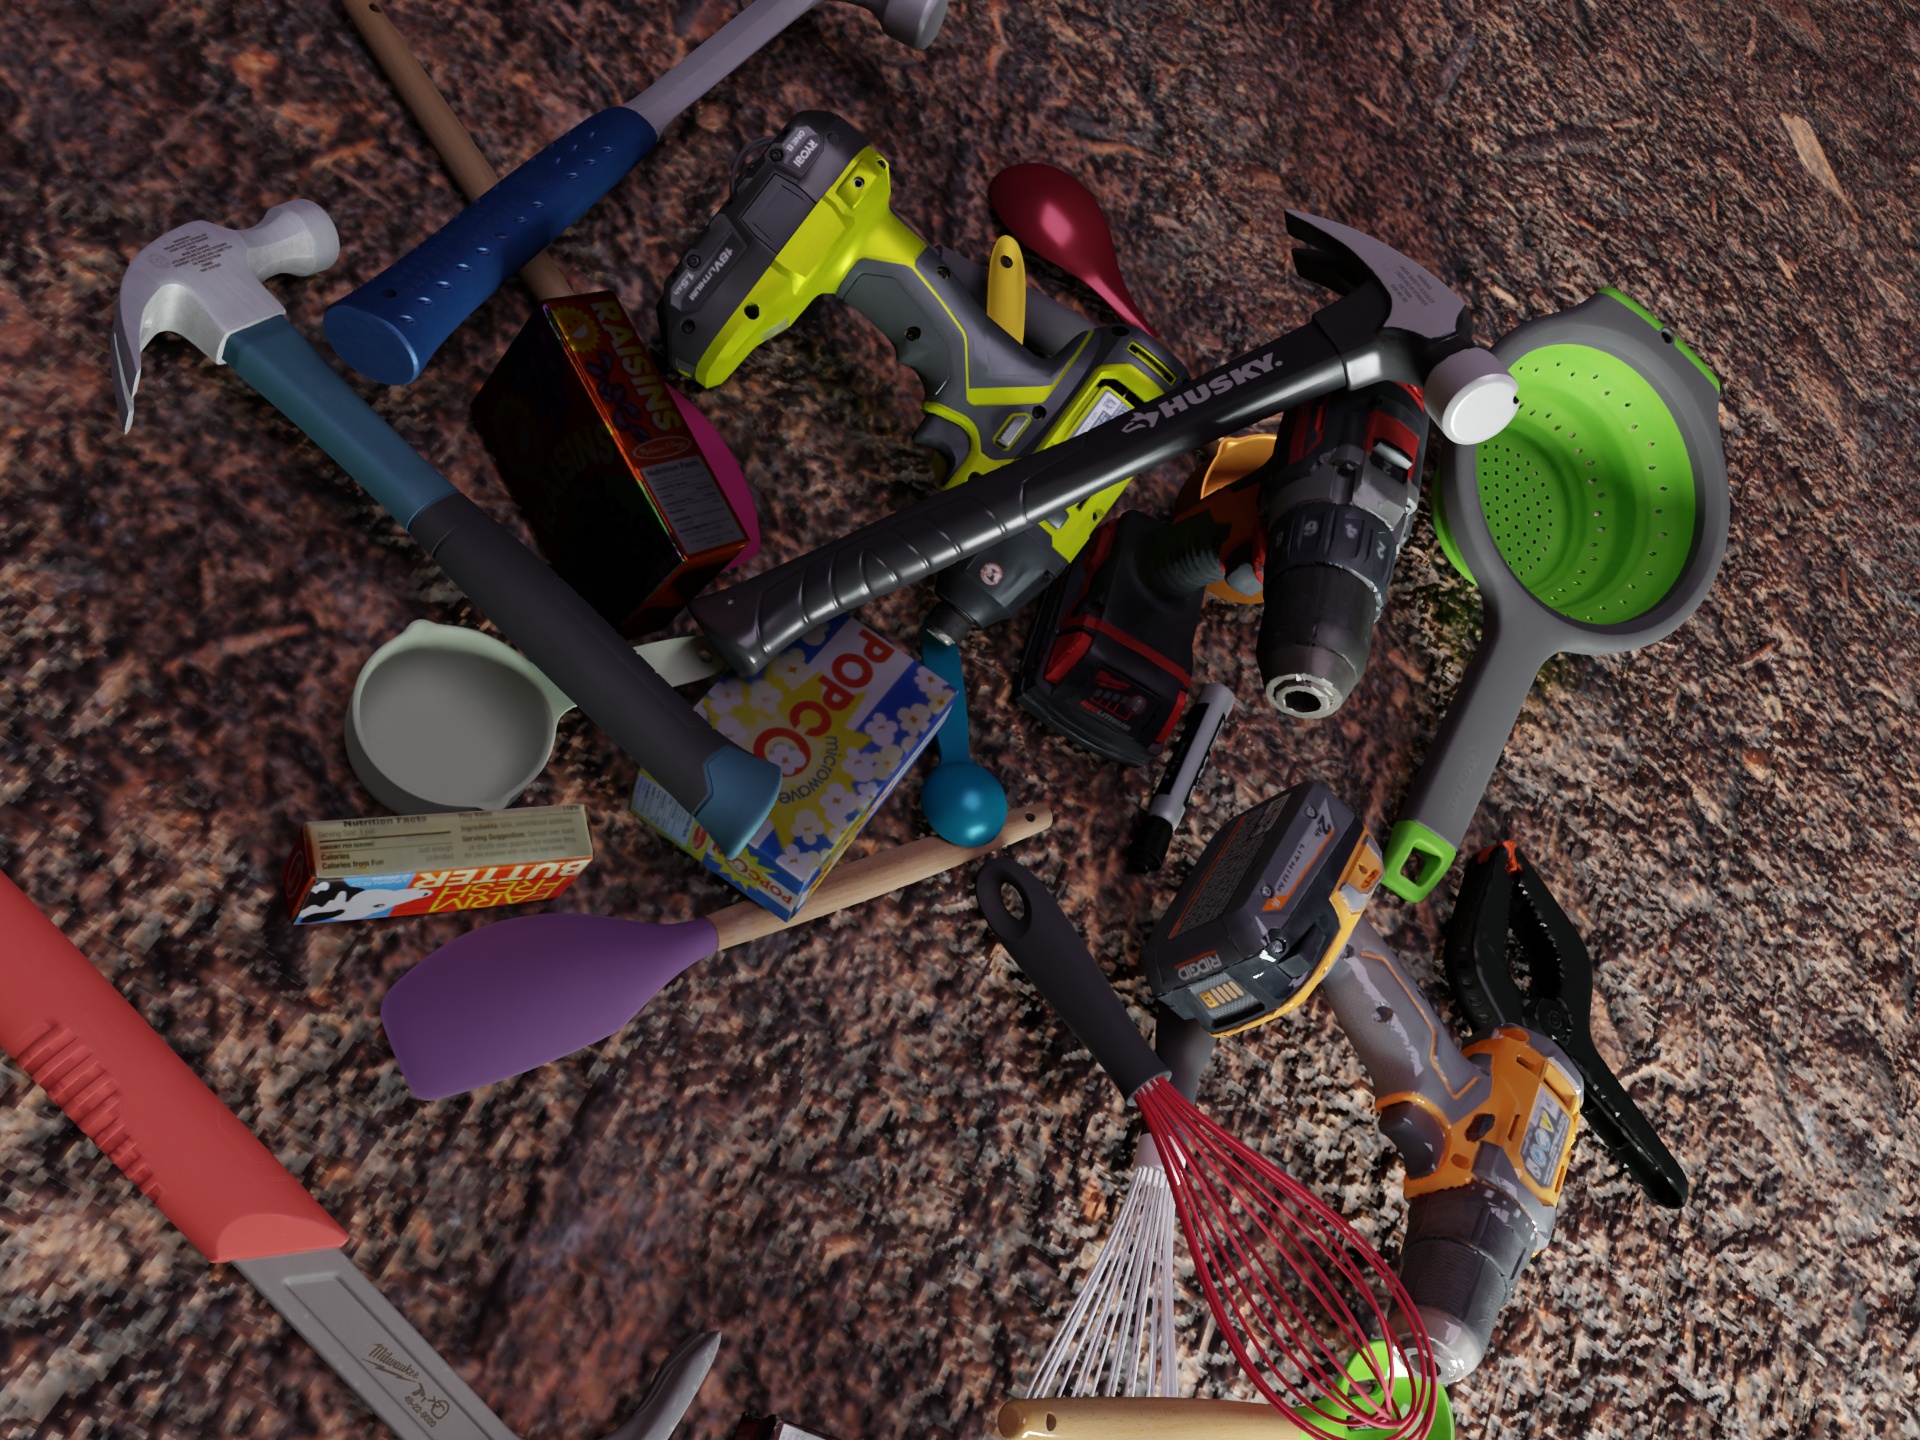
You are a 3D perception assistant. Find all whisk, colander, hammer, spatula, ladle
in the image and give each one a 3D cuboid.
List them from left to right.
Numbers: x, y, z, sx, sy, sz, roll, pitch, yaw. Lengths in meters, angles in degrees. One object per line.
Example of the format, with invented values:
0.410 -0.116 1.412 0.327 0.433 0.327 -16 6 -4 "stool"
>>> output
-0.245 0.144 0.533 0.359 0.036 0.149 49 53 -4 "hammer"
-0.195 -0.073 0.623 0.331 0.033 0.128 44 44 2 "hammer"
-0.151 -0.281 0.735 0.144 0.035 0.406 28 51 4 "hammer"
-0.084 0.080 0.671 0.316 0.018 0.060 -16 70 -35 "spatula"
-0.014 -0.237 0.838 0.238 0.055 0.055 20 60 -28 "whisk"
0.042 -0.105 0.658 0.035 0.335 0.146 61 6 -47 "hammer"
0.081 0.221 0.689 0.070 0.070 0.285 32 52 -16 "whisk"
0.122 -0.194 0.913 0.069 0.031 0.315 -36 92 -35 "ladle"
0.091 0.169 0.664 0.073 0.073 0.296 -14 53 -35 "whisk"
0.320 -0.069 0.952 0.204 0.094 0.397 34 74 -15 "colander"

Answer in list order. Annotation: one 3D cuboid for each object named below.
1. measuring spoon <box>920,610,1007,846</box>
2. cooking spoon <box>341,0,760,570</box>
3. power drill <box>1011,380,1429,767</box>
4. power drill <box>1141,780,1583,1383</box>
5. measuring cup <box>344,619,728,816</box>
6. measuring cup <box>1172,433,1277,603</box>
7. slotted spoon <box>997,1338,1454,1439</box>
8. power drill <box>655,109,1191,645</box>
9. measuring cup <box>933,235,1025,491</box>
-0.001 -0.002 0.744 0.042 0.021 0.129 7 57 -25 "measuring spoon"
-0.191 -0.202 0.729 0.069 0.017 0.319 -32 88 -46 "cooking spoon"
0.117 -0.055 0.721 0.080 0.226 0.188 29 57 -18 "power drill"
0.185 0.163 0.721 0.226 0.084 0.185 48 46 -7 "power drill"
-0.167 -0.006 0.647 0.167 0.038 0.083 -17 76 -40 "measuring cup"
0.191 -0.132 0.886 0.173 0.052 0.095 -38 94 -21 "measuring cup"
0.117 0.283 0.642 0.313 0.031 0.070 26 55 -44 "slotted spoon"
-0.024 -0.157 0.747 0.223 0.080 0.171 37 87 -9 "power drill"
0.016 -0.177 0.825 0.062 0.029 0.157 10 73 -22 "measuring cup"
